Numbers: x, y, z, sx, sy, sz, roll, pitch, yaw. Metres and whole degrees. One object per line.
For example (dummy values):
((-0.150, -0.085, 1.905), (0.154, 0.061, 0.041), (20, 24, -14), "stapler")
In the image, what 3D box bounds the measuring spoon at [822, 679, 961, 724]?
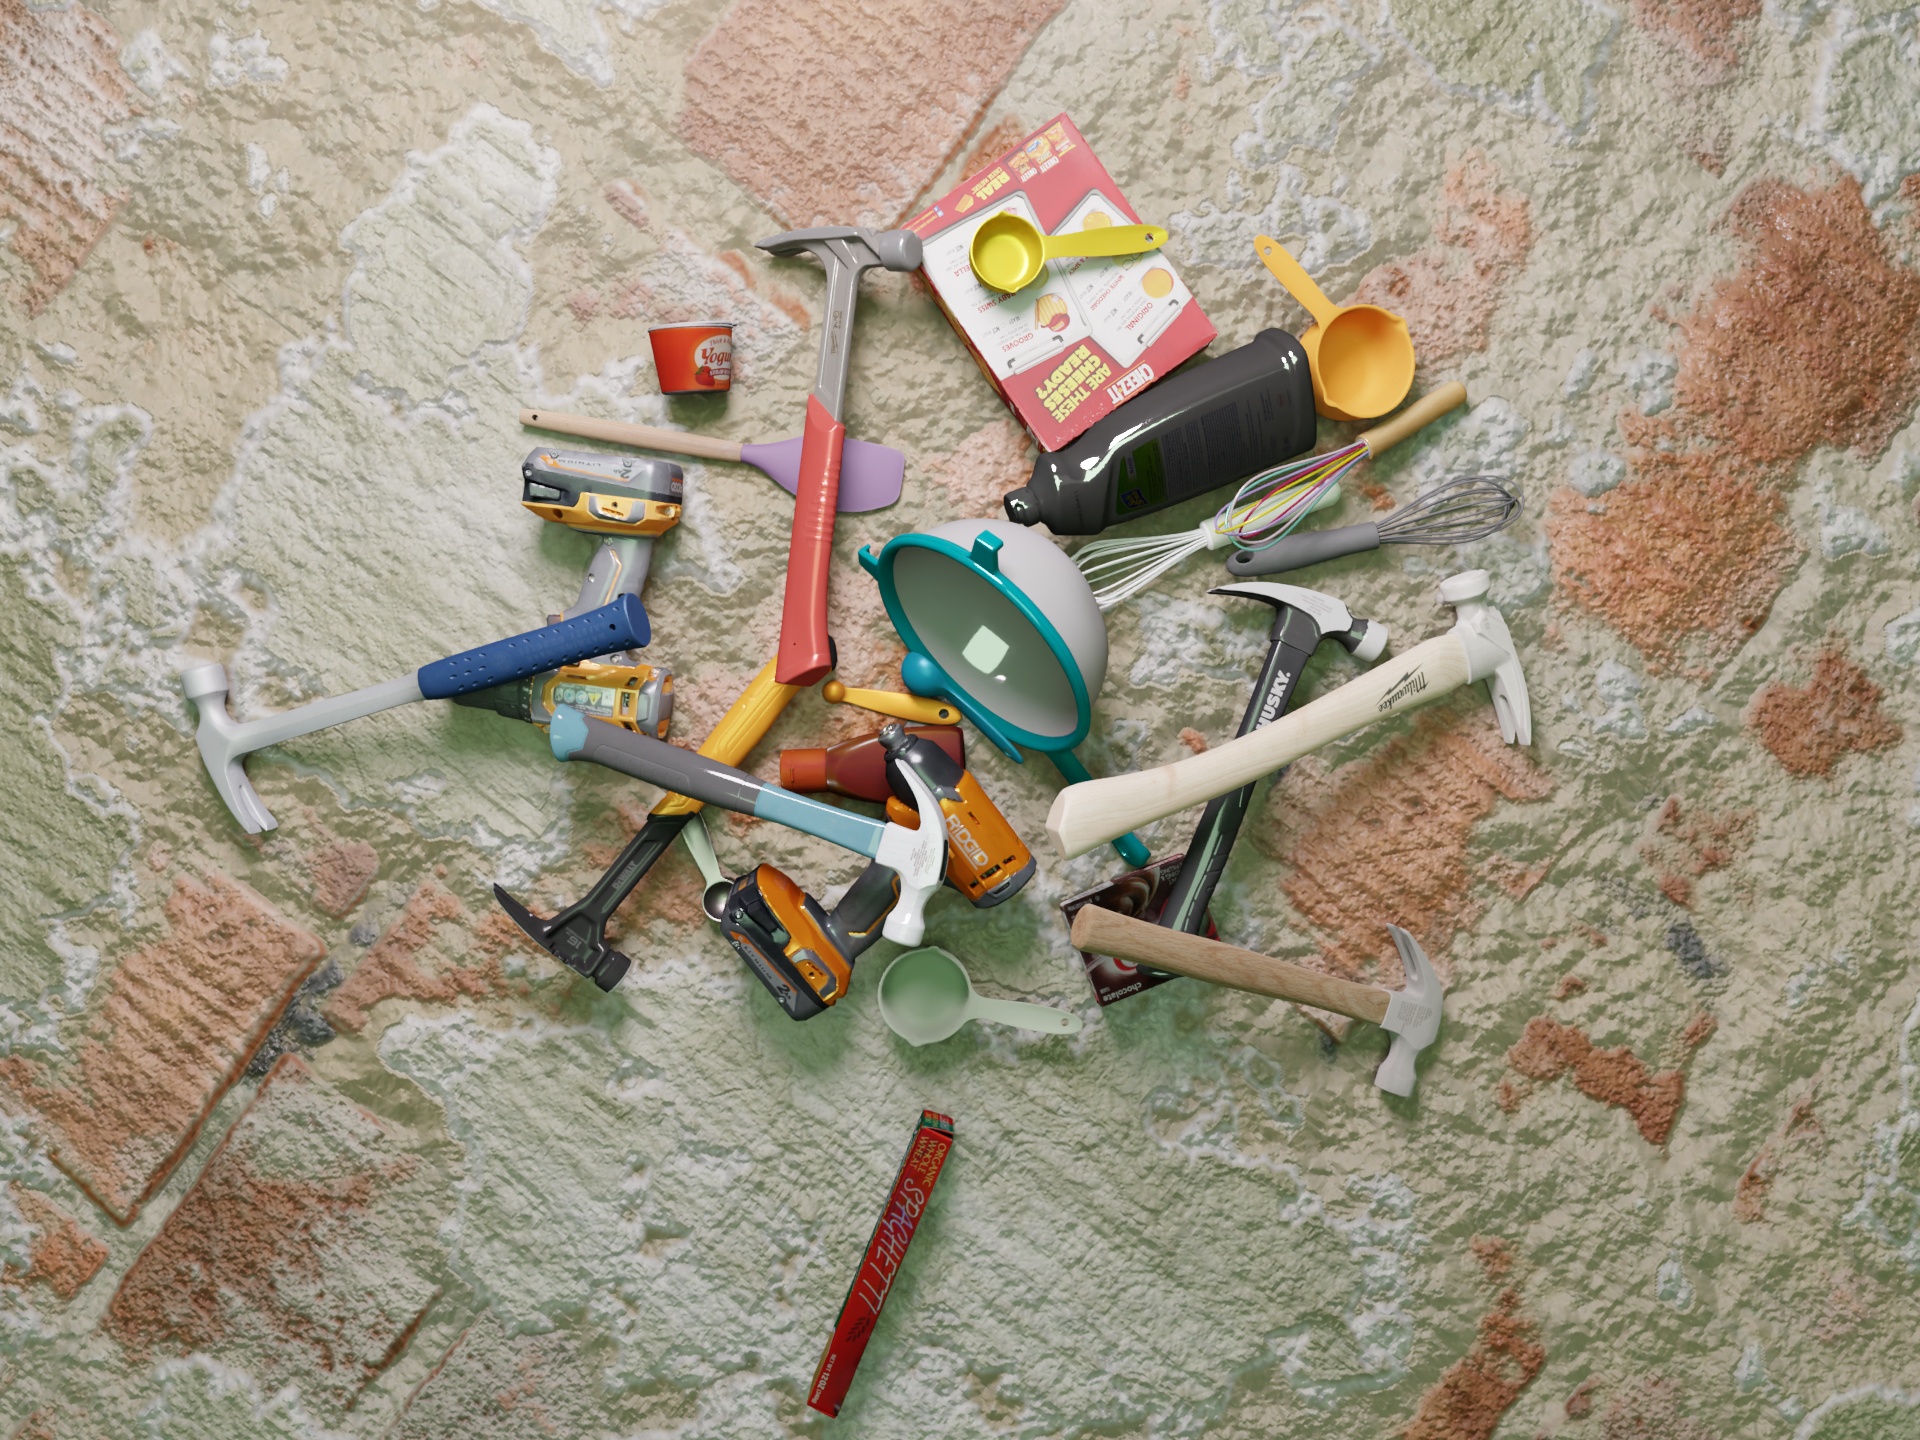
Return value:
((-0.056, -0.014, 1.302), (0.117, 0.011, 0.021), (11, 92, 1), "measuring spoon")

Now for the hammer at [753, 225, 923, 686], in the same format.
((-0.117, -0.207, 1.252), (0.149, 0.036, 0.359), (8, 91, 32), "hammer")

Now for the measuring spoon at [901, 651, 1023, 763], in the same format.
((-0.002, -0.004, 1.280), (0.128, 0.042, 0.021), (43, 67, 5), "measuring spoon")

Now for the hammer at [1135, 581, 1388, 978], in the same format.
((0.214, 0.048, 1.261), (0.146, 0.035, 0.335), (24, 85, -8), "hammer")

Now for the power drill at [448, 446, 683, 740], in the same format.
((-0.317, -0.101, 1.275), (0.185, 0.084, 0.226), (7, 96, 3), "power drill")

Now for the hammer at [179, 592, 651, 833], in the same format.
((-0.429, -0.020, 1.253), (0.405, 0.035, 0.144), (-15, 93, 16), "hammer")

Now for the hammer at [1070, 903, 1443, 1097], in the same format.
((0.237, 0.197, 1.241), (0.331, 0.031, 0.130), (18, 90, -20), "hammer")

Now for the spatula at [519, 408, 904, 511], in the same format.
((-0.204, -0.220, 1.297), (0.316, 0.018, 0.060), (10, 92, 0), "spatula")

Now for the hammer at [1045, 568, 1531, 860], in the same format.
((0.257, 0.022, 1.227), (0.410, 0.038, 0.146), (-23, 99, -15), "hammer")

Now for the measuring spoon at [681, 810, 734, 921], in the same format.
((-0.211, 0.107, 1.310), (0.034, 0.018, 0.124), (-23, 84, 0), "measuring spoon")

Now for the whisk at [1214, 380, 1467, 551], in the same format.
((0.304, -0.204, 1.256), (0.245, 0.047, 0.051), (-31, 74, -12), "whisk")

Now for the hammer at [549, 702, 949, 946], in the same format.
((-0.164, 0.057, 1.206), (0.331, 0.033, 0.128), (18, 88, 12), "hammer")

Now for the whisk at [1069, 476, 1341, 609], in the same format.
((0.191, -0.145, 1.283), (0.246, 0.058, 0.059), (-20, 125, -2), "whisk")

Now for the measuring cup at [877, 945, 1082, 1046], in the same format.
((0.016, 0.230, 1.295), (0.167, 0.038, 0.083), (11, 91, -1), "measuring cup")

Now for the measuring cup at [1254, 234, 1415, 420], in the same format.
((0.280, -0.311, 1.253), (0.173, 0.052, 0.095), (45, 82, -13), "measuring cup")

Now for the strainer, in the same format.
((0.077, -0.035, 1.247), (0.095, 0.211, 0.340), (-46, 114, -22), "strainer")

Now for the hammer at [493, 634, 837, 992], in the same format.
((-0.223, 0.052, 1.276), (0.127, 0.034, 0.337), (41, 85, -16), "hammer")

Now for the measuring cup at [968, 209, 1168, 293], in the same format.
((0.082, -0.361, 1.218), (0.156, 0.029, 0.062), (-9, 93, -11), "measuring cup")

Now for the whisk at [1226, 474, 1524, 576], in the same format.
((0.331, -0.152, 1.278), (0.239, 0.055, 0.055), (-13, 91, 6), "whisk")

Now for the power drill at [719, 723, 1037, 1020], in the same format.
((-0.076, 0.115, 1.250), (0.226, 0.084, 0.164), (-34, 104, 8), "power drill")
